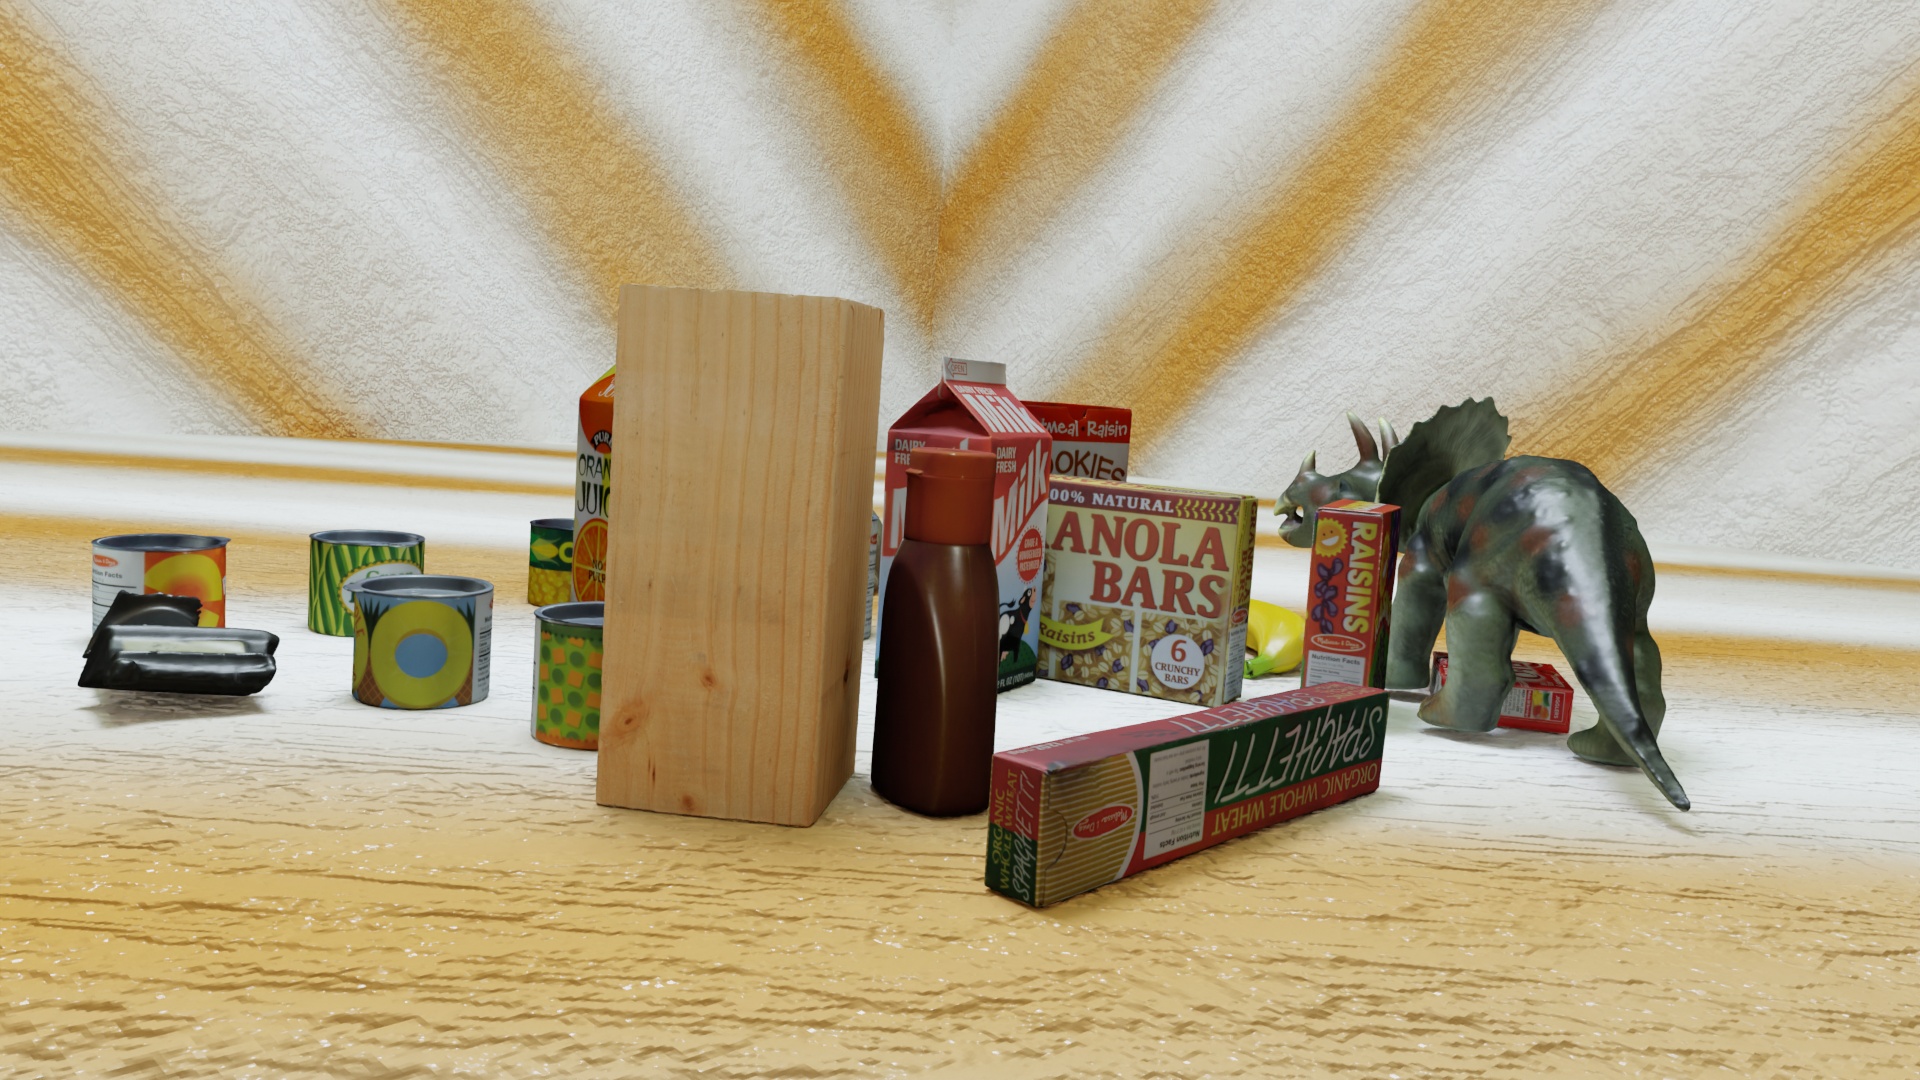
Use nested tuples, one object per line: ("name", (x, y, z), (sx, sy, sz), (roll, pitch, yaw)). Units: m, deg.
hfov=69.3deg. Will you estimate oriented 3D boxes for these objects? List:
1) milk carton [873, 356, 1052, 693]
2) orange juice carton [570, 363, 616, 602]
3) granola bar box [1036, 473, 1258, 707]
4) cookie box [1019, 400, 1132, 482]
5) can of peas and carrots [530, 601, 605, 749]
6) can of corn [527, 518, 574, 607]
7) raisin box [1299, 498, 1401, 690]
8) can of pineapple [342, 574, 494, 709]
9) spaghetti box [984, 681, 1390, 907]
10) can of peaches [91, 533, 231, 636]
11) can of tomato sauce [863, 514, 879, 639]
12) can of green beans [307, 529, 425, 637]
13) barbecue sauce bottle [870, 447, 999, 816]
("milk carton", (0.003, -0.010, 0.813), (0.073, 0.190, 0.072), (8, 7, 31))
("orange juice carton", (-0.206, -0.038, 0.922), (0.073, 0.192, 0.072), (-2, 8, -45))
("granola bar box", (0.090, 0.026, 0.843), (0.165, 0.124, 0.039), (7, 7, 27))
("cookie box", (0.074, -0.025, 1.097), (0.123, 0.167, 0.040), (-1, 7, -38))
("can of peas and carrots", (-0.165, 0.062, 0.652), (0.071, 0.058, 0.071), (4, 6, 0))
("can of corn", (-0.274, 0.017, 0.994), (0.071, 0.058, 0.071), (4, 6, 0))
("raisin box", (0.225, 0.040, 0.802), (0.040, 0.123, 0.086), (7, 6, 24))
("can of pineapple", (-0.273, 0.050, 0.700), (0.071, 0.057, 0.071), (4, 6, 0))
("spaghetti box", (0.104, 0.095, 0.565), (0.028, 0.050, 0.251), (9, 8, 43))
("can of peaches", (-0.447, 0.028, 0.781), (0.071, 0.058, 0.071), (4, 6, 0))
("can of tomato sauce", (-0.093, 0.022, 0.944), (0.071, 0.083, 0.071), (4, 6, 0))
("can of green beans", (-0.366, 0.026, 0.857), (0.071, 0.057, 0.071), (4, 6, 0))
("barbecue sauce bottle", (-0.008, 0.036, 0.583), (0.044, 0.148, 0.065), (1, 7, -31))
